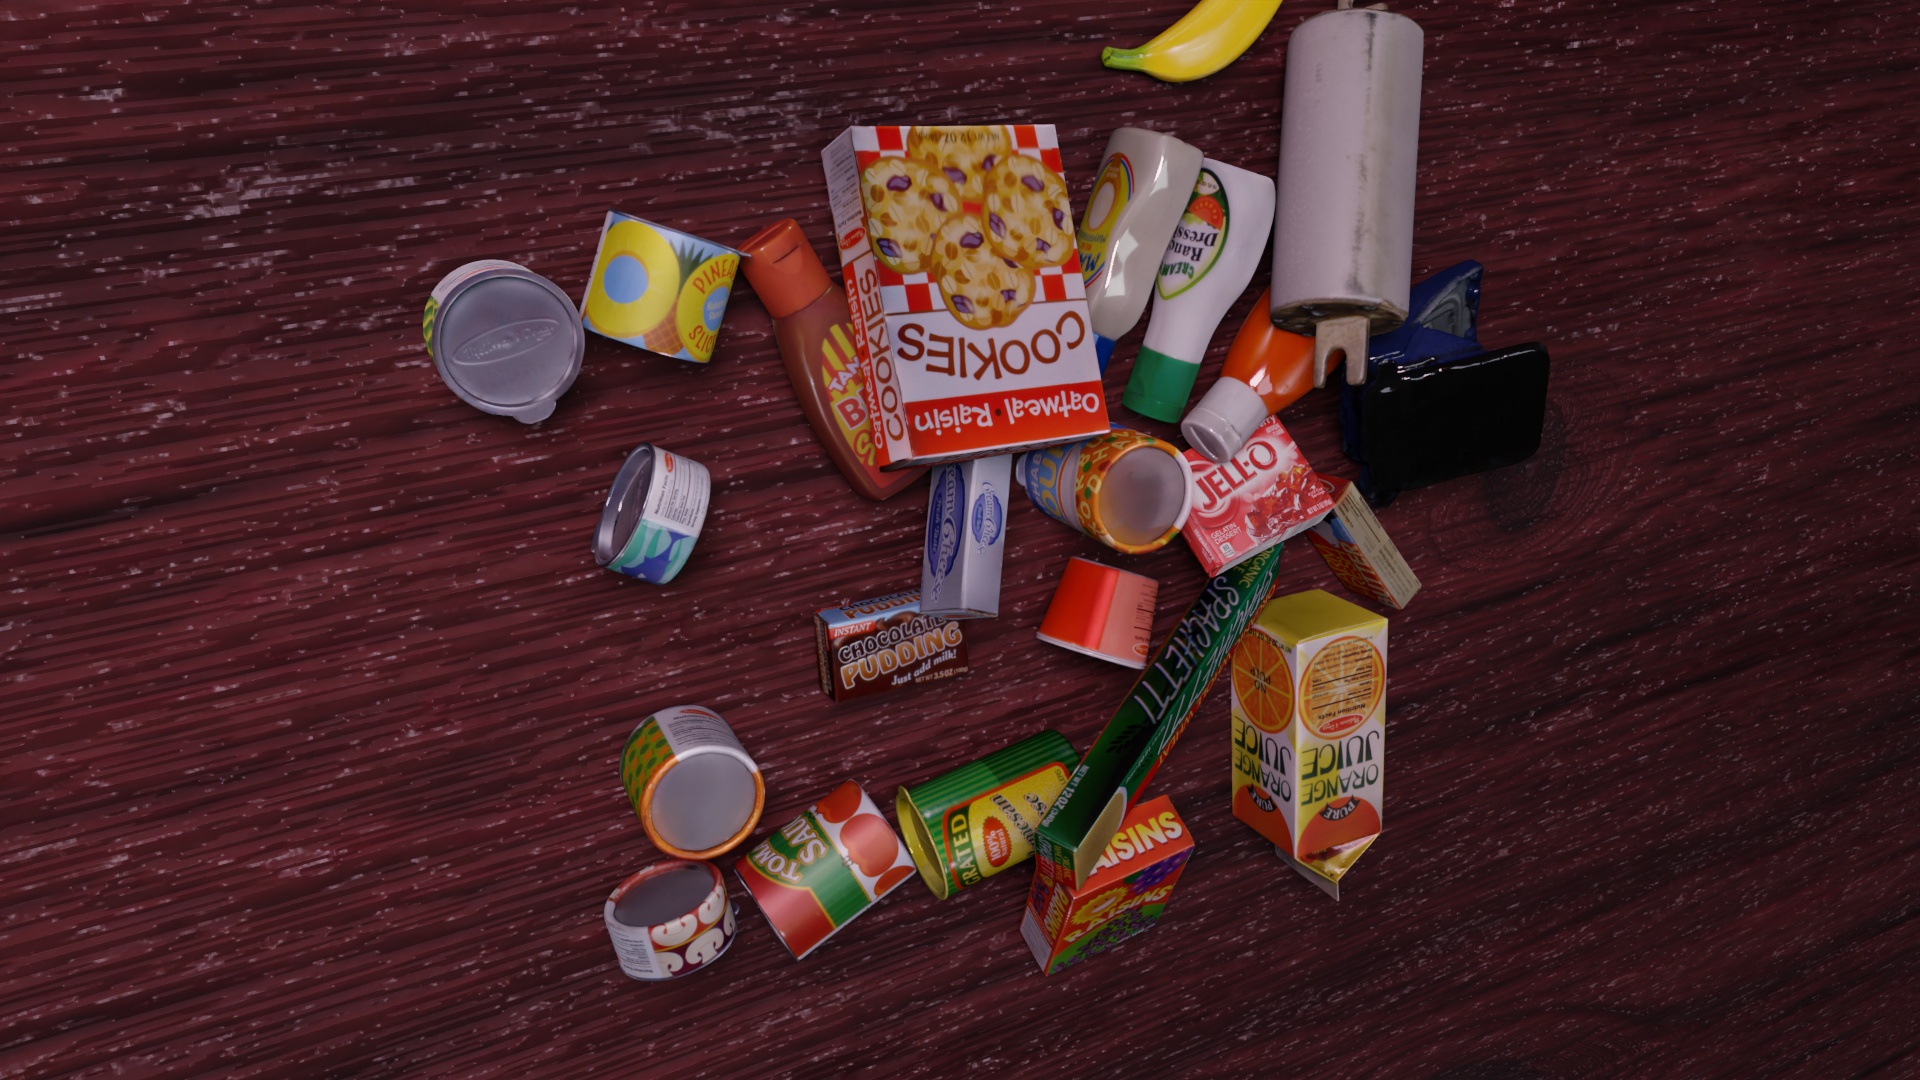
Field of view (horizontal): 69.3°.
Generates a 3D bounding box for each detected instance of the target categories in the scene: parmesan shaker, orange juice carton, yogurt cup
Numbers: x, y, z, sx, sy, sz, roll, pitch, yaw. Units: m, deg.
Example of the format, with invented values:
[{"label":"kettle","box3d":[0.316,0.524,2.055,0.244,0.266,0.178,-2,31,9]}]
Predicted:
[{"label":"parmesan shaker","box3d":[0.021,0.158,0.823,0.103,0.071,0.071,-21,112,-19]},{"label":"orange juice carton","box3d":[0.227,0.137,0.911,0.073,0.072,0.192,-11,108,-22]},{"label":"yogurt cup","box3d":[0.084,0.042,0.823,0.072,0.072,0.054,17,89,-28]}]

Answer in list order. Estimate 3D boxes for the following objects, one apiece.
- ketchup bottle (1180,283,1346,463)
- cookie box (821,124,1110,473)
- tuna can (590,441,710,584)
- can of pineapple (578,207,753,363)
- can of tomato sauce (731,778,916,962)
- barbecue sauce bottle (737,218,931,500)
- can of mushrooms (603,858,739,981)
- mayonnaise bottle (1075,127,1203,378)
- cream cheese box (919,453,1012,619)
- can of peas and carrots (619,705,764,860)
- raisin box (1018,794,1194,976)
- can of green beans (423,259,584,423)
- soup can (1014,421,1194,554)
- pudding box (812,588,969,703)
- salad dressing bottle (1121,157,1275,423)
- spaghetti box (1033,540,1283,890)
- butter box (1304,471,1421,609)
[{"label":"ketchup bottle","box3d":[0.190,-0.111,0.830,0.149,0.043,0.064,-48,115,-15]},{"label":"cookie box","box3d":[0.004,-0.126,0.717,0.123,0.040,0.167,-10,89,-30]},{"label":"tuna can","box3d":[-0.155,-0.012,0.695,0.033,0.071,0.071,22,94,-29]},{"label":"can of pineapple","box3d":[-0.143,-0.121,0.667,0.071,0.071,0.057,14,99,-28]},{"label":"can of tomato sauce","box3d":[-0.077,0.184,0.784,0.083,0.071,0.071,-35,116,-14]},{"label":"barbecue sauce bottle","box3d":[-0.064,-0.095,0.726,0.065,0.044,0.148,-40,117,-16]},{"label":"can of mushrooms","box3d":[-0.155,0.203,0.753,0.071,0.071,0.033,-20,111,-19]},{"label":"mayonnaise bottle","box3d":[0.083,-0.152,0.771,0.041,0.065,0.147,16,101,-29]},{"label":"cream cheese box","box3d":[0.003,-0.010,0.758,0.024,0.053,0.104,10,80,-28]},{"label":"can of peas and carrots","box3d":[-0.144,0.131,0.742,0.071,0.059,0.070,-7,107,-23]},{"label":"raisin box","box3d":[0.087,0.212,0.850,0.086,0.040,0.122,-19,147,-19]},{"label":"can of green beans","box3d":[-0.214,-0.096,0.647,0.071,0.058,0.071,-7,107,-24]},{"label":"soup can","box3d":[0.081,-0.033,0.788,0.071,0.084,0.071,-7,107,-23]},{"label":"pudding box","box3d":[-0.039,0.057,0.787,0.084,0.030,0.049,-11,107,-23]},{"label":"salad dressing bottle","box3d":[0.134,-0.142,0.799,0.044,0.064,0.147,6,109,-37]},{"label":"spaghetti box","box3d":[0.121,0.091,0.815,0.251,0.029,0.050,-50,152,-29]},{"label":"butter box","box3d":[0.251,-0.001,0.895,0.024,0.053,0.103,-47,119,-9]}]
